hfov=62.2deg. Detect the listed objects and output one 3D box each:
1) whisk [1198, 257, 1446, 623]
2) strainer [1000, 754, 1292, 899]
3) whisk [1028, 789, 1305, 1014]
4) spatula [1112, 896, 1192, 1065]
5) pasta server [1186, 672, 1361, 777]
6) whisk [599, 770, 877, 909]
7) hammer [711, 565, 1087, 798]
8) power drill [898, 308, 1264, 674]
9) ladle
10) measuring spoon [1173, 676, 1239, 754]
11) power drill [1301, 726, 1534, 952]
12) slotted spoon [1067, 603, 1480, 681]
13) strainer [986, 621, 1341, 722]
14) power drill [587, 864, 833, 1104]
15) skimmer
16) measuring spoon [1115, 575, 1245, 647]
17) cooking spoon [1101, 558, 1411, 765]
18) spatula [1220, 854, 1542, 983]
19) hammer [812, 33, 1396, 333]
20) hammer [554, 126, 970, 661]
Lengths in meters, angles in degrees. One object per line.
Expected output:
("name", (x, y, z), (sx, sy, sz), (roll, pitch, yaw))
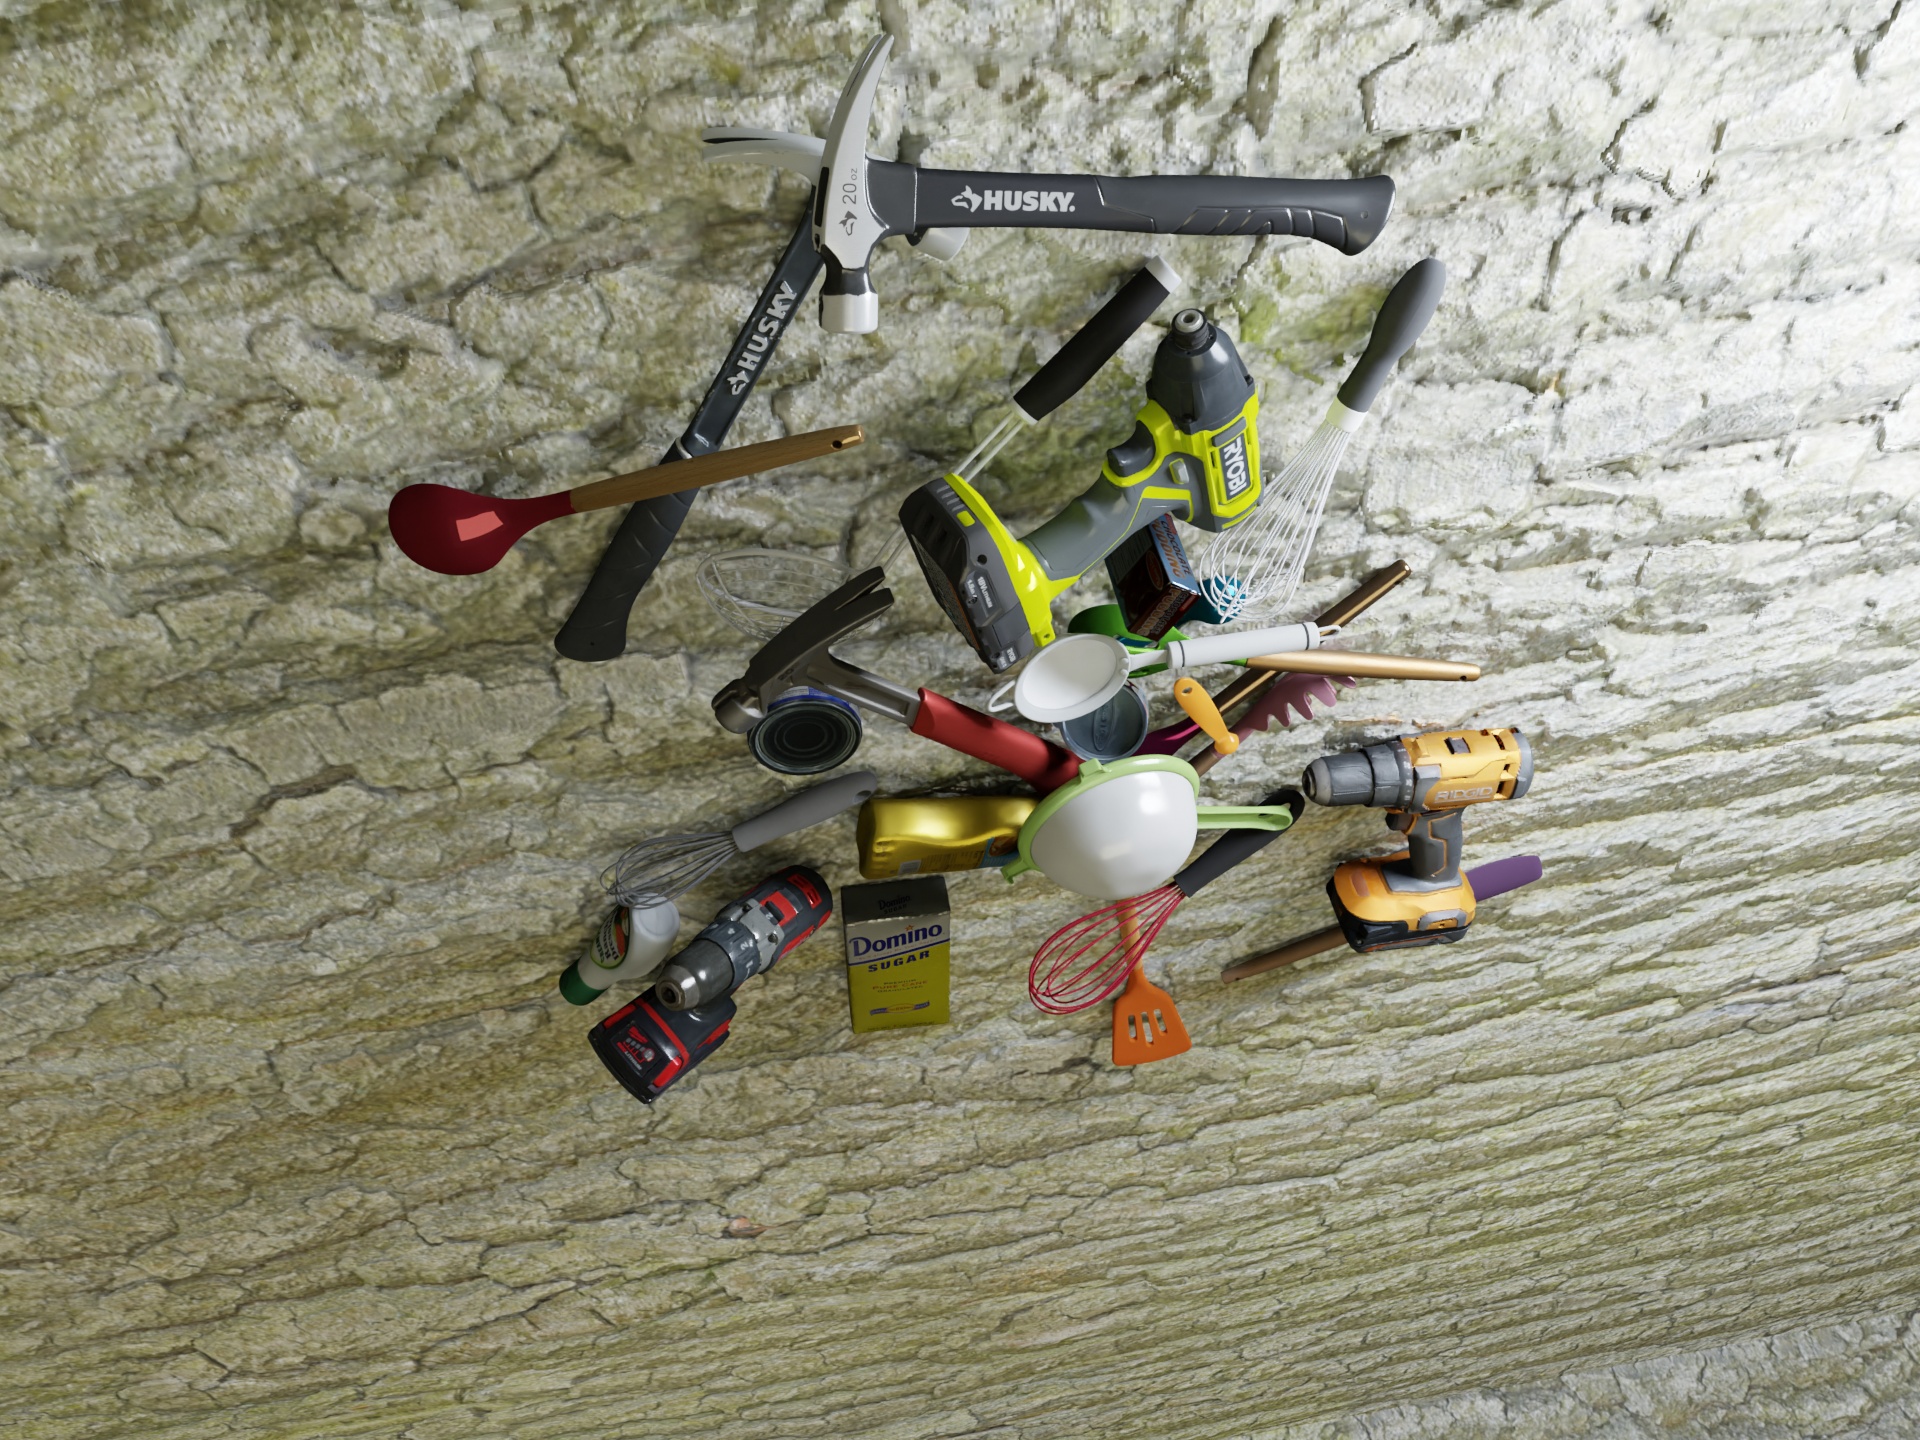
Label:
("whisk", (0.235, -0.173, 1.037), (0.070, 0.070, 0.284), (8, 131, -21))
("strainer", (0.169, 0.097, 1.243), (0.256, 0.069, 0.151), (1, 140, -31))
("whisk", (0.174, 0.154, 1.365), (0.296, 0.073, 0.073), (-39, 133, 11))
("spatula", (0.162, 0.220, 1.474), (0.081, 0.041, 0.322), (-13, 138, 2))
("pasta server", (0.193, 0.046, 1.286), (0.316, 0.040, 0.060), (-43, 174, 34))
("whisk", (-0.175, 0.091, 1.252), (0.239, 0.055, 0.055), (-23, 138, 7))
("hammer", (-0.002, -0.004, 1.121), (0.149, 0.037, 0.358), (-36, 148, 24))
("power drill", (0.081, -0.142, 0.971), (0.223, 0.080, 0.171), (-34, 147, -6))
("ladle", (-0.206, -0.137, 0.953), (0.315, 0.031, 0.069), (-11, 130, 14))
("measuring spoon", (0.185, -0.001, 1.190), (0.021, 0.011, 0.116), (-32, 142, 11))
("power drill", (0.371, 0.101, 1.359), (0.185, 0.084, 0.226), (-5, 134, -7))
("slotted spoon", (0.232, -0.046, 1.161), (0.313, 0.031, 0.070), (4, 138, -10))
("strainer", (0.140, -0.045, 1.105), (0.258, 0.050, 0.086), (-8, 141, -7))
("power drill", (-0.216, 0.221, 1.298), (0.226, 0.080, 0.188), (-47, 173, 35))
("skimmer", (-0.017, -0.169, 1.001), (0.363, 0.090, 0.127), (-43, 143, 18))
("measuring spoon", (0.151, -0.064, 1.163), (0.128, 0.021, 0.042), (-28, 136, 17))
("cooking spoon", (0.207, -0.019, 1.206), (0.319, 0.017, 0.068), (-39, 148, 20))
("spatula", (0.397, 0.190, 1.509), (0.316, 0.018, 0.059), (-22, 137, 11))
("hammer", (0.086, -0.287, 0.864), (0.334, 0.035, 0.146), (-5, 113, -17))
("hammer", (-0.159, -0.174, 0.961), (0.149, 0.036, 0.408), (17, 132, -27))
